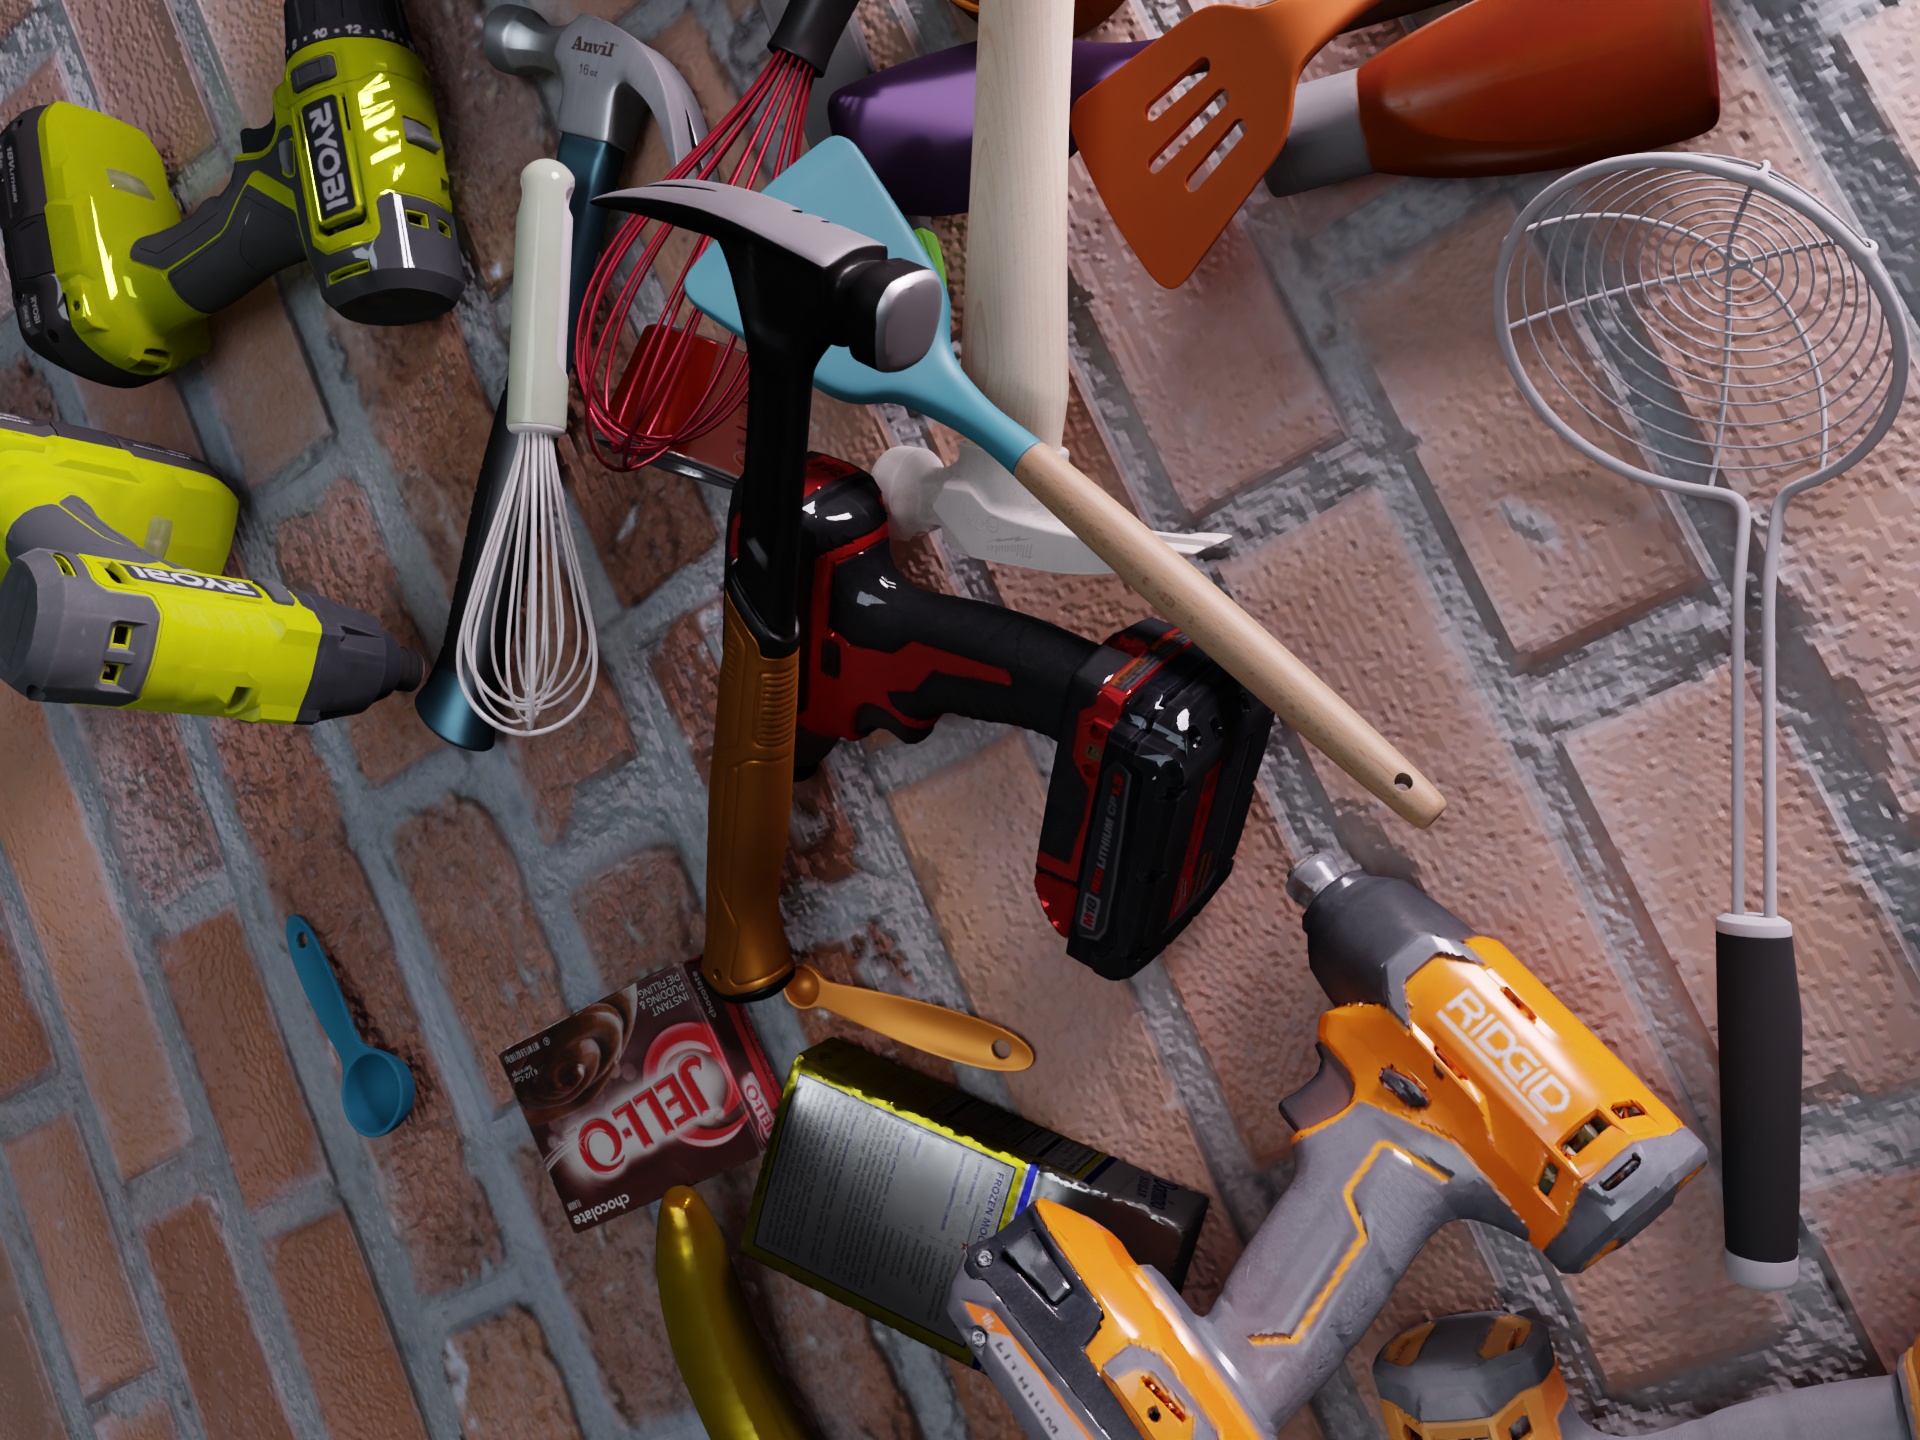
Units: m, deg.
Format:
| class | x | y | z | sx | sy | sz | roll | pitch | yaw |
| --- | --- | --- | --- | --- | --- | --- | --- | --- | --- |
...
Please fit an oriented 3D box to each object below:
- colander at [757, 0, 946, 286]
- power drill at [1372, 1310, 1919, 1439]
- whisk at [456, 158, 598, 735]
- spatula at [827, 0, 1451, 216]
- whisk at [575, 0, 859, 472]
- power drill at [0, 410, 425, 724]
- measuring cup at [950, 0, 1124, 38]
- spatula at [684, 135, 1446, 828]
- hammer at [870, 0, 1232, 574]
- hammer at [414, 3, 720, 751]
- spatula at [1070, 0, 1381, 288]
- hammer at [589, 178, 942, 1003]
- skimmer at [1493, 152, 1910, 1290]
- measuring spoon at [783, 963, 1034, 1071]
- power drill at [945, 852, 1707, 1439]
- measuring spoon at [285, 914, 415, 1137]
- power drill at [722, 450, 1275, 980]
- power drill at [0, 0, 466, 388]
| class | x | y | z | sx | sy | sz | roll | pitch | yaw |
| --- | --- | --- | --- | --- | --- | --- | --- | --- | --- |
| colander | -0.095 | -0.345 | 0.637 | 0.204 | 0.094 | 0.397 | -22 | 83 | 23 |
| power drill | 0.265 | 0.282 | 0.513 | 0.226 | 0.084 | 0.185 | -18 | 85 | 28 |
| whisk | -0.181 | -0.116 | 0.680 | 0.059 | 0.058 | 0.246 | 3 | 90 | -9 |
| spatula | 0.101 | -0.246 | 0.578 | 0.316 | 0.018 | 0.059 | -11 | 106 | 17 |
| whisk | -0.070 | -0.228 | 0.594 | 0.073 | 0.073 | 0.296 | 29 | 98 | 20 |
| power drill | -0.364 | -0.063 | 0.726 | 0.223 | 0.171 | 0.080 | 31 | 105 | 39 |
| measuring cup | 0.012 | -0.341 | 0.614 | 0.095 | 0.052 | 0.174 | -32 | 78 | 22 |
| spatula | 0.039 | -0.076 | 0.540 | 0.082 | 0.044 | 0.318 | -45 | 72 | -4 |
| hammer | 0.031 | -0.253 | 0.544 | 0.146 | 0.038 | 0.410 | 14 | 115 | 32 |
| hammer | -0.195 | -0.148 | 0.725 | 0.128 | 0.033 | 0.331 | 20 | 101 | 23 |
| spatula | 0.176 | -0.264 | 0.509 | 0.322 | 0.041 | 0.081 | -31 | 81 | 21 |
| hammer | -0.081 | -0.025 | 0.592 | 0.127 | 0.034 | 0.336 | 30 | 131 | 27 |
| skimmer | 0.235 | 0.010 | 0.508 | 0.127 | 0.090 | 0.363 | 3 | 97 | 56 |
| measuring spoon | -0.022 | 0.126 | 0.673 | 0.117 | 0.011 | 0.021 | 14 | 99 | 19 |
| power drill | 0.110 | 0.159 | 0.545 | 0.226 | 0.084 | 0.164 | -39 | 60 | -1 |
| measuring spoon | -0.306 | 0.150 | 0.800 | 0.042 | 0.021 | 0.129 | -43 | 66 | 19 |
| power drill | -0.001 | -0.002 | 0.609 | 0.220 | 0.078 | 0.143 | 28 | 130 | 25 |
| power drill | -0.350 | -0.268 | 0.766 | 0.228 | 0.080 | 0.190 | -12 | 88 | 21 |
